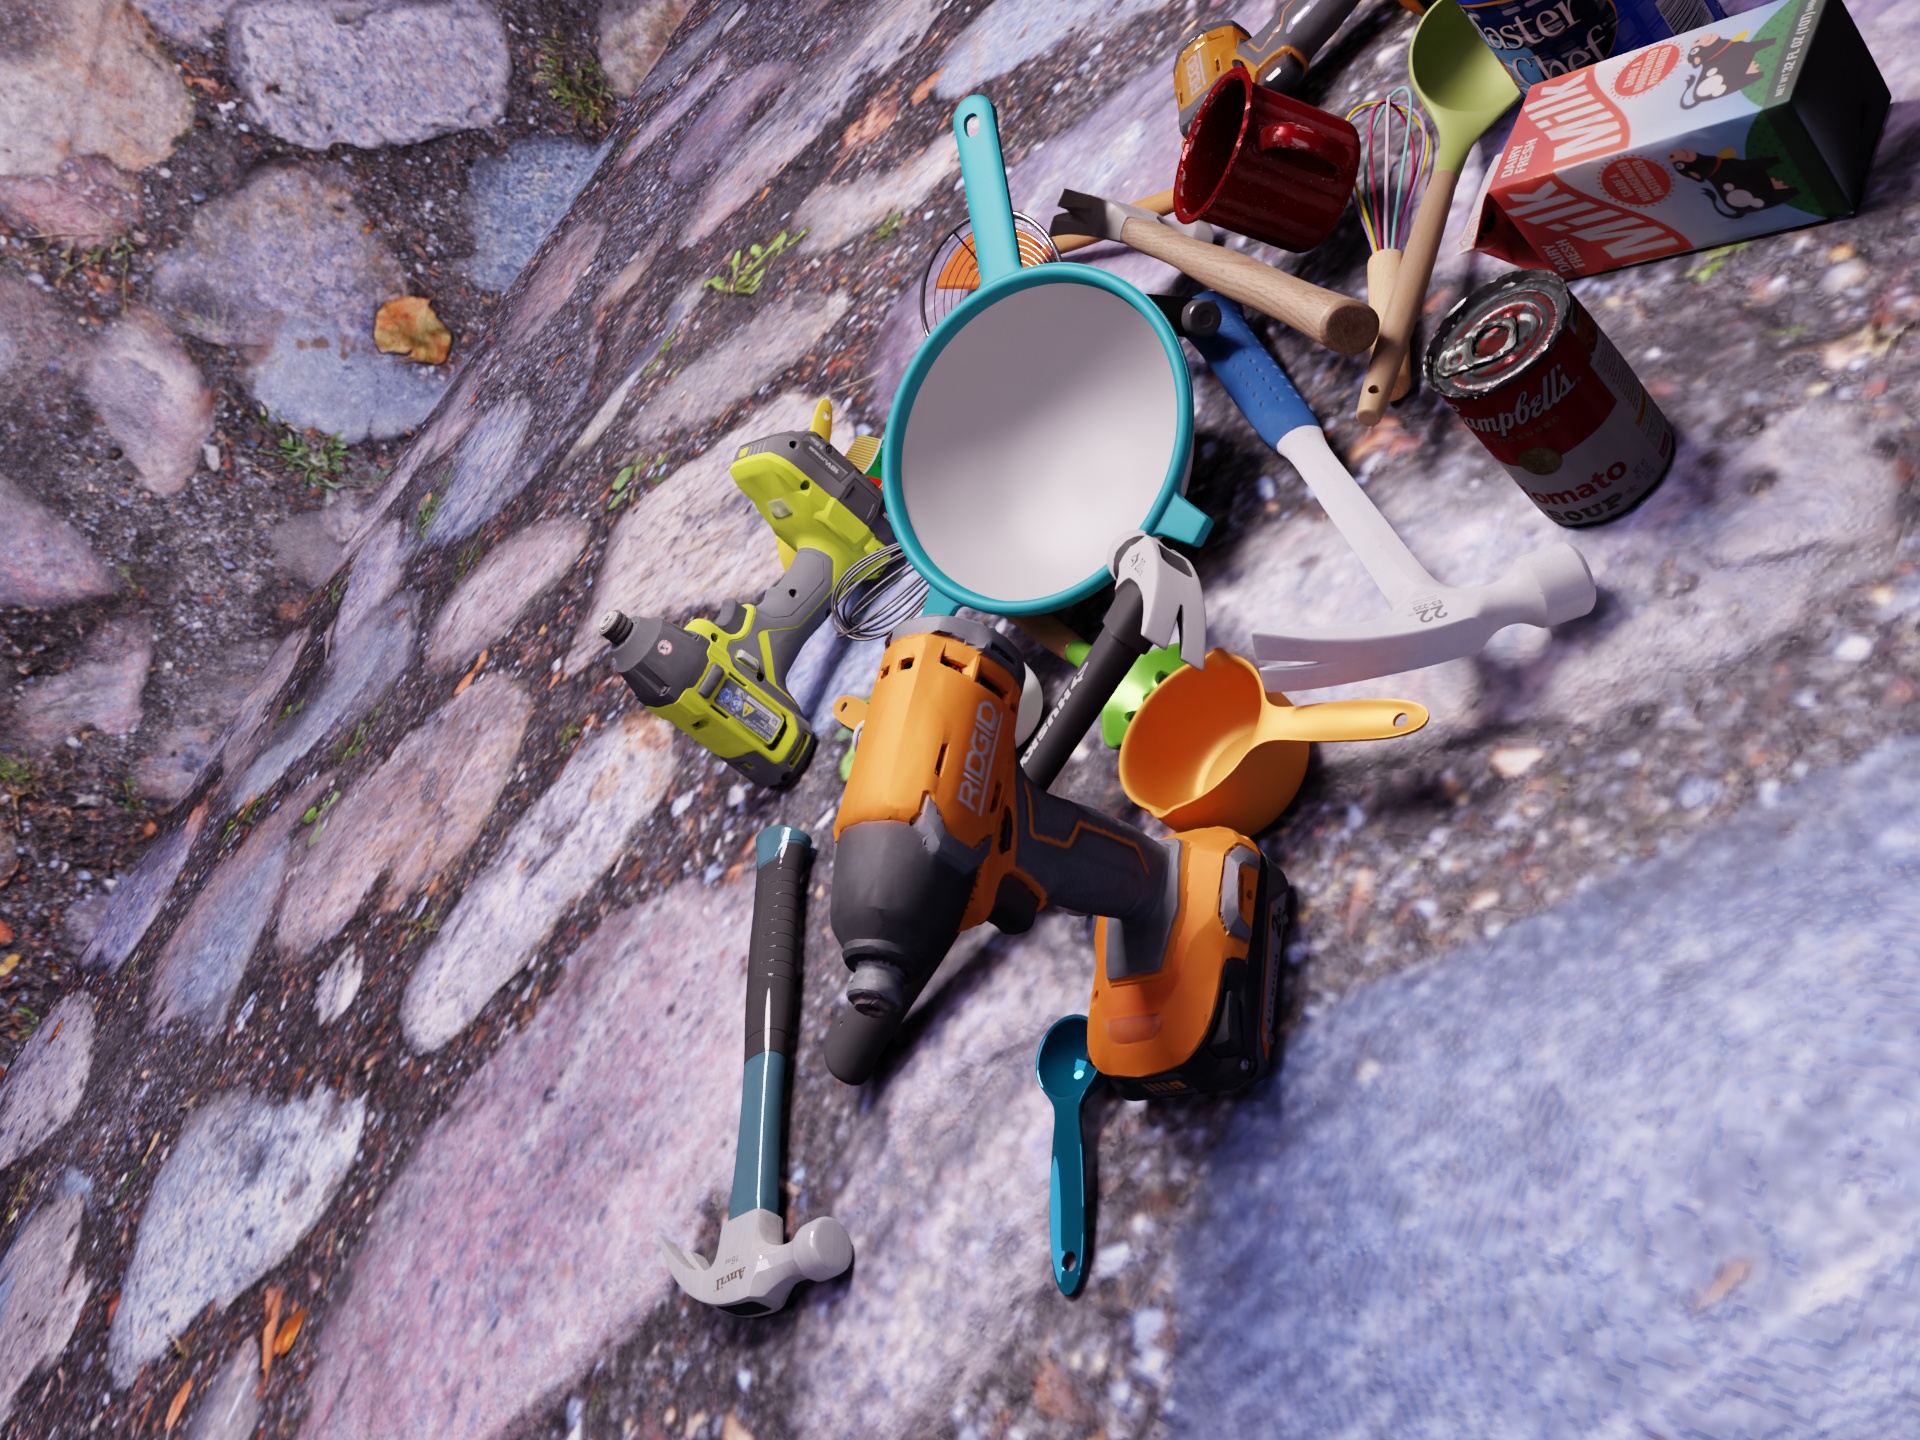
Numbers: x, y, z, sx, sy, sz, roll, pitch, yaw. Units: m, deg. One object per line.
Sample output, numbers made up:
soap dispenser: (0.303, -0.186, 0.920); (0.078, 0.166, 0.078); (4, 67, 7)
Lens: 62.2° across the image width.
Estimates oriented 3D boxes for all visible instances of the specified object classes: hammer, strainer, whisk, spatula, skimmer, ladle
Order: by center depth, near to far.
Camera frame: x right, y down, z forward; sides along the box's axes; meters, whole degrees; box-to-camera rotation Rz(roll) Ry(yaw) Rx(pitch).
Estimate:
hammer: (0.023, 0.056, 0.838); (0.334, 0.035, 0.146); (-57, 14, 13)
hammer: (0.179, -0.144, 0.850); (0.144, 0.035, 0.406); (-18, 35, 4)
strainer: (-0.001, -0.003, 0.867); (0.050, 0.258, 0.087); (7, 99, 21)
ladle: (0.259, -0.289, 0.871); (0.078, 0.062, 0.320); (9, 59, 25)
whisk: (0.251, -0.281, 0.921); (0.051, 0.047, 0.245); (-35, 39, 48)
hammer: (0.149, -0.270, 0.944); (0.332, 0.130, 0.031); (-123, 44, -59)
hammer: (-0.114, 0.191, 0.946); (0.128, 0.033, 0.331); (-33, 37, 27)
strainer: (0.052, -0.222, 0.984); (0.211, 0.095, 0.340); (-18, 73, 31)
whisk: (0.011, -0.128, 1.058); (0.239, 0.055, 0.055); (-35, 34, 5)
skimmer: (0.063, -0.285, 1.082); (0.363, 0.090, 0.127); (-137, 57, -67)
spatula: (0.082, -0.371, 1.204); (0.081, 0.041, 0.323); (-55, 24, -12)

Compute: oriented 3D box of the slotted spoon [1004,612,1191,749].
slotted spoon: (0.061, -0.051, 0.957); (0.070, 0.031, 0.314); (-52, 30, 3)

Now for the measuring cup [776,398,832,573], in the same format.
measuring cup: (-0.107, -0.181, 1.243); (0.029, 0.062, 0.156); (-3, 74, 38)

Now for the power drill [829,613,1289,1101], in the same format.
power drill: (0.039, 0.079, 0.667); (0.084, 0.226, 0.164); (-20, 45, 42)

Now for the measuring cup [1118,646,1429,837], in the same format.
measuring cup: (0.155, 0.015, 0.748); (0.174, 0.052, 0.095); (-5, 56, 48)

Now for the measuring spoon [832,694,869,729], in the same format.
measuring spoon: (-0.062, 0.002, 1.085); (0.021, 0.011, 0.117); (-57, 28, -3)

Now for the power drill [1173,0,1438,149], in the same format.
power drill: (0.239, -0.456, 1.068); (0.226, 0.084, 0.186); (-34, 39, 35)

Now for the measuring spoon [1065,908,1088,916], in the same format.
measuring spoon: (0.051, 0.073, 0.774); (0.018, 0.124, 0.034); (15, 80, 26)

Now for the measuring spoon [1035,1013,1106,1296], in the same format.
measuring spoon: (0.056, 0.200, 0.736); (0.042, 0.021, 0.129); (-24, 51, 39)

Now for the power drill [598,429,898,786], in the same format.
power drill: (-0.144, -0.089, 1.128); (0.080, 0.171, 0.223); (-4, 53, 51)
